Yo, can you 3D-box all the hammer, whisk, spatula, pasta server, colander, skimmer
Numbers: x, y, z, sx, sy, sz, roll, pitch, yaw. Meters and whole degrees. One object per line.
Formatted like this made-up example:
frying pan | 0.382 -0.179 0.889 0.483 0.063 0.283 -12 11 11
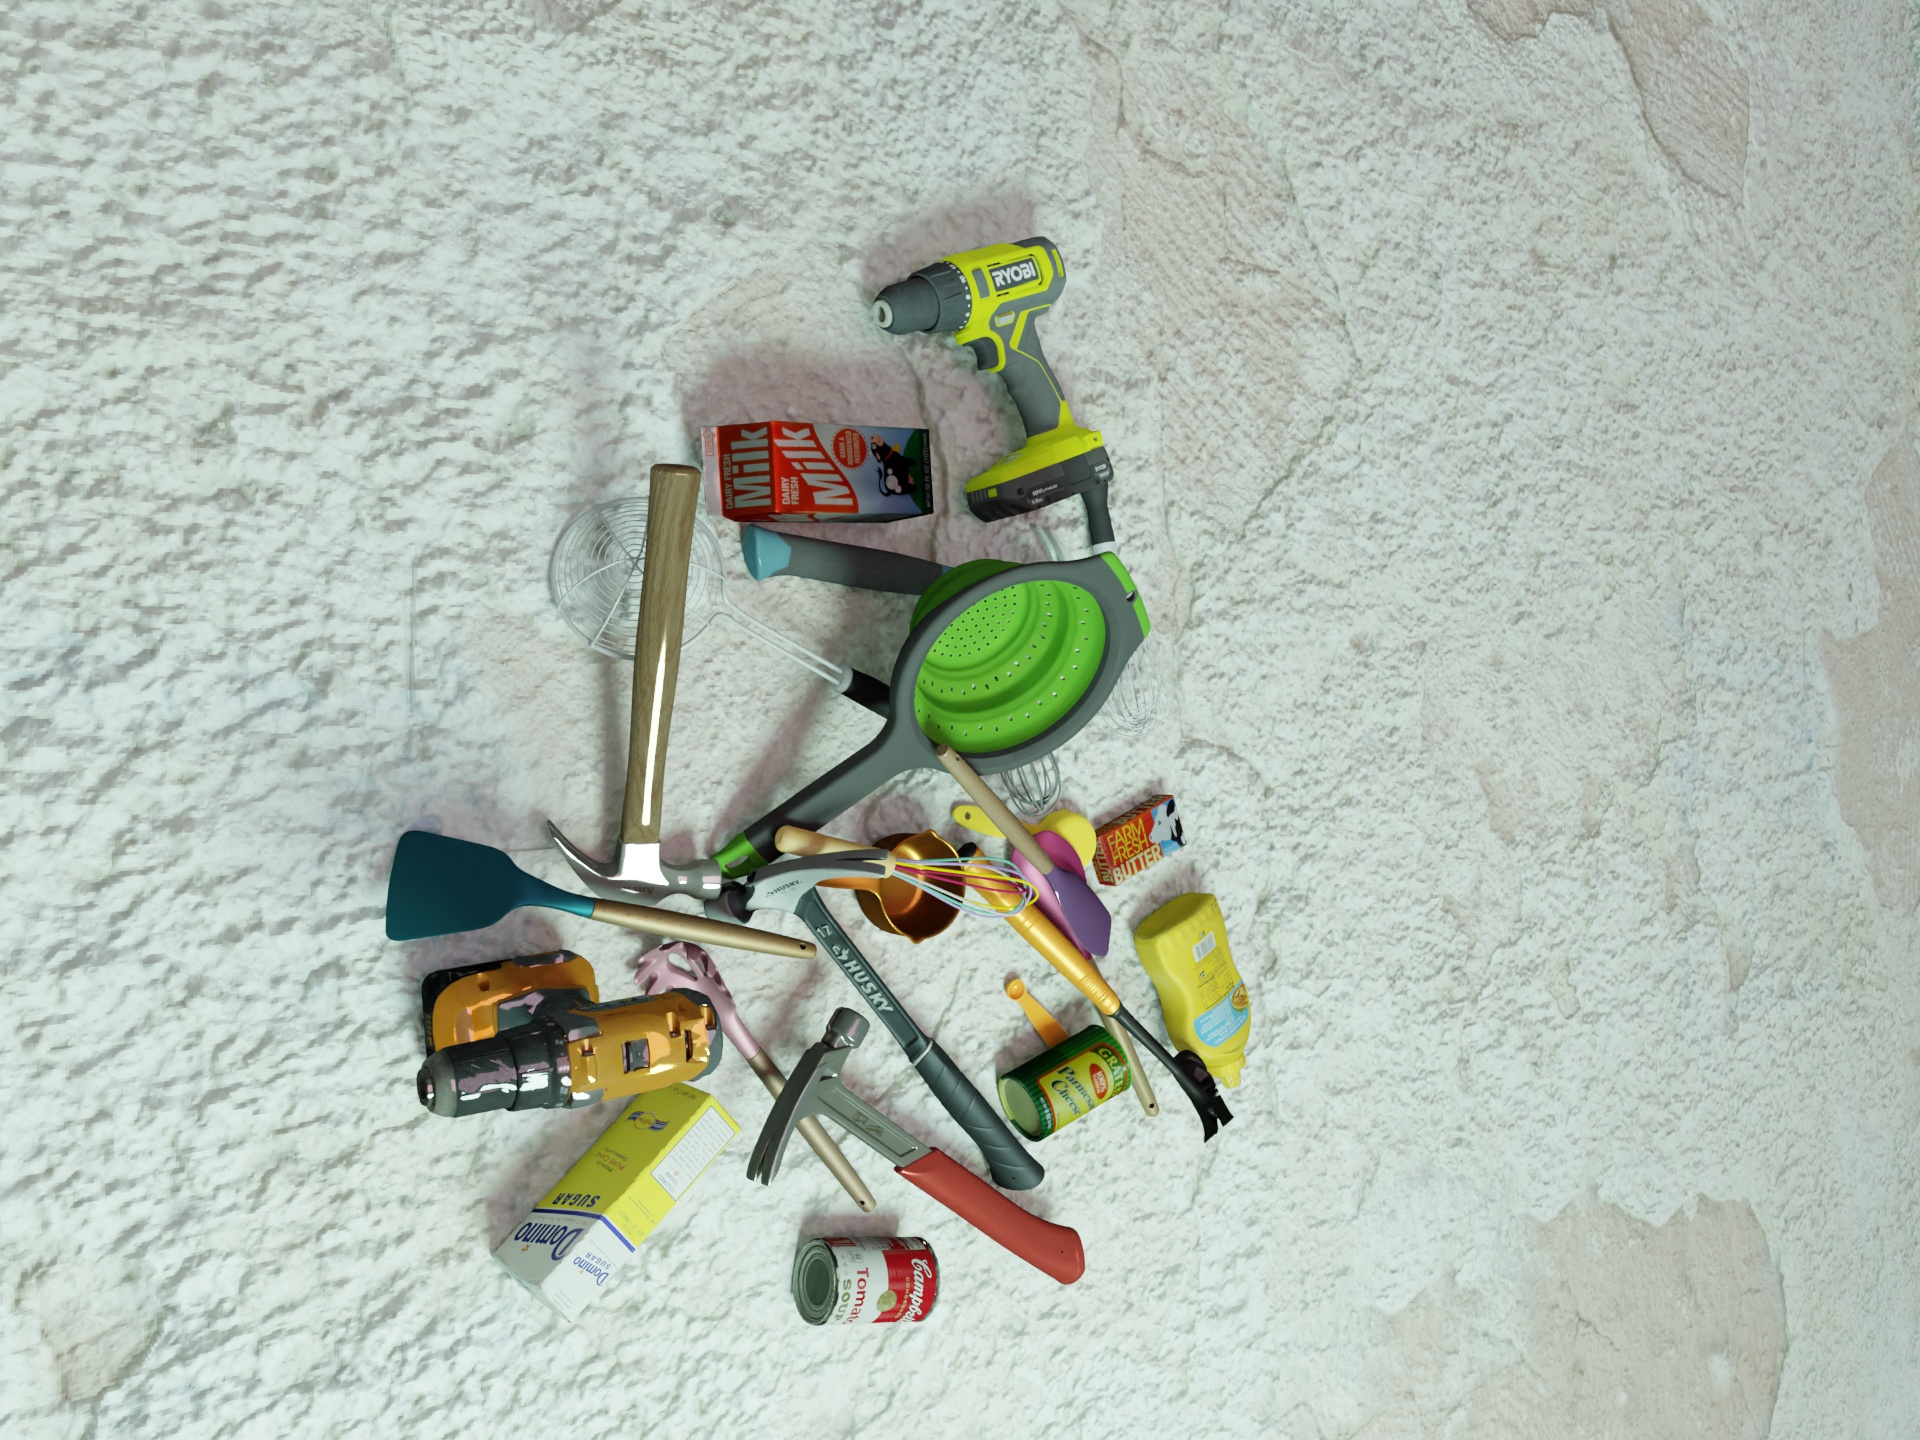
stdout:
hammer | -0.224 -0.020 1.150 0.130 0.031 0.331 1 108 -25
hammer | -0.037 0.258 1.309 0.408 0.149 0.036 56 22 -29
whisk | 0.139 -0.124 1.474 0.070 0.070 0.284 -11 91 -36
spatula | -0.249 0.143 1.155 0.317 0.044 0.082 17 55 -30
whisk | 0.038 -0.021 1.378 0.055 0.055 0.238 -35 118 -32
pasta server | -0.152 0.287 1.260 0.316 0.060 0.040 58 21 -23
colander | -0.042 -0.015 1.273 0.397 0.095 0.204 -35 137 -1
skimmer | -0.155 -0.058 1.269 0.362 0.090 0.127 30 70 -43
spatula | 0.061 0.113 1.346 0.315 0.018 0.060 50 40 -42
hammer | -0.018 0.389 1.317 0.358 0.037 0.149 44 63 -31
whisk | -0.037 0.118 1.280 0.244 0.047 0.051 18 80 -31
hammer | 0.113 0.233 1.399 0.034 0.127 0.336 -43 103 6
hammer | -0.033 -0.120 1.347 0.330 0.033 0.128 6 101 -34

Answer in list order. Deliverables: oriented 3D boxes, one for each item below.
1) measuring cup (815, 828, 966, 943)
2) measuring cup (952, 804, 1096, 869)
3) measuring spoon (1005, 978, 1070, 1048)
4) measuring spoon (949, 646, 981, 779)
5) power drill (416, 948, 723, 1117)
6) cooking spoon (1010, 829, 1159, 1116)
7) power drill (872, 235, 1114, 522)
measuring cup | -0.079 0.130 1.308 0.173 0.052 0.095 11 83 -34
measuring cup | 0.060 0.099 1.423 0.156 0.029 0.062 18 79 -36
measuring spoon | 0.074 0.275 1.445 0.021 0.011 0.116 -47 119 -19
measuring spoon | -0.002 -0.004 1.392 0.034 0.018 0.124 -3 84 -35
power drill | -0.286 0.209 1.044 0.185 0.226 0.084 -5 92 -36
cooking spoon | 0.124 0.240 1.465 0.069 0.017 0.318 -27 111 -8
power drill | 0.031 -0.295 1.381 0.190 0.080 0.228 -26 102 -34
